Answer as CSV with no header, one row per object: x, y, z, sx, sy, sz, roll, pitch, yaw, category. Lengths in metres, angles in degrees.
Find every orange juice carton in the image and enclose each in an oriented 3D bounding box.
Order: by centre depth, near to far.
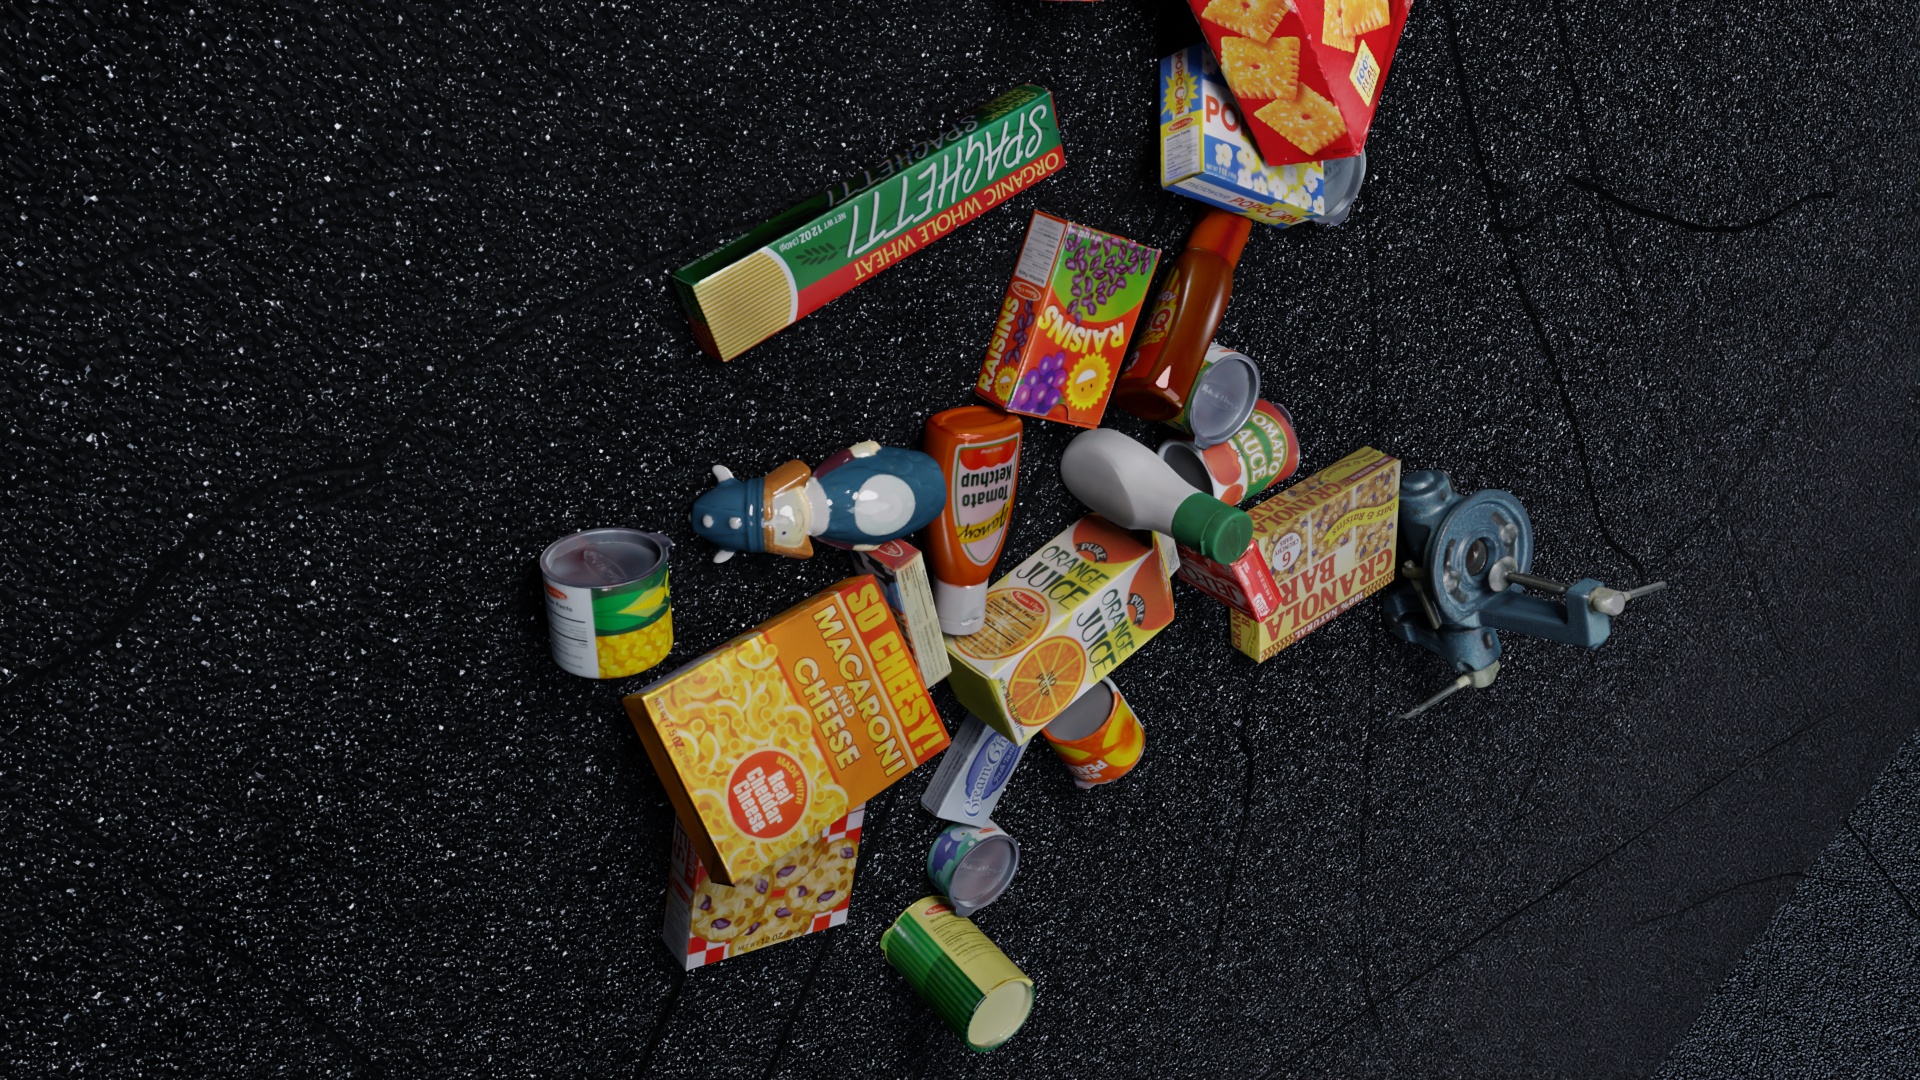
0.080,0.048,0.975,0.193,0.073,0.071,-37,131,-19,orange juice carton

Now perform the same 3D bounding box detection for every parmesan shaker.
-0.003,0.321,1.031,0.071,0.103,0.071,-19,124,-30,parmesan shaker

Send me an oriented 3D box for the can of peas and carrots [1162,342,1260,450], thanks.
0.165,-0.105,0.972,0.071,0.059,0.070,-19,124,-30,can of peas and carrots

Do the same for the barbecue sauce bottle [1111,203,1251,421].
0.151,-0.154,0.926,0.043,0.065,0.149,28,78,-15,barbecue sauce bottle

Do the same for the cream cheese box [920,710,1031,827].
0.017,0.157,1.015,0.053,0.024,0.103,23,97,-42,cream cheese box

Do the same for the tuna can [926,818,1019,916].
0.008,0.245,1.048,0.071,0.033,0.070,-19,123,-31,tuna can

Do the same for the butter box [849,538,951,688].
-0.039,0.043,0.890,0.024,0.053,0.103,-33,130,-25,butter box

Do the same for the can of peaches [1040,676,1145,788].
0.097,0.142,1.041,0.071,0.071,0.058,-45,132,-11,can of peaches

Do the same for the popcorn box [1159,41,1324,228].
0.183,-0.259,0.897,0.127,0.038,0.085,5,81,-40,popcorn box

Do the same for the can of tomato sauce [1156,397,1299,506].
0.195,-0.060,1.013,0.083,0.071,0.070,-26,127,-26,can of tomato sauce

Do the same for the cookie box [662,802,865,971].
-0.123,0.187,0.906,0.123,0.040,0.166,-6,116,-37,cookie box

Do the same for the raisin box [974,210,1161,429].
0.069,-0.139,0.890,0.086,0.040,0.123,6,109,-42,raisin box

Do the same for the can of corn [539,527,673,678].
-0.189,0.033,0.754,0.071,0.071,0.058,-17,123,-32,can of corn

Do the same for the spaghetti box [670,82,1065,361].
-0.044,-0.183,0.782,0.251,0.029,0.050,-34,131,-20,spaghetti box

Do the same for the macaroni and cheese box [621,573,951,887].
-0.101,0.110,0.838,0.167,0.040,0.123,-29,99,-33,macaroni and cheese box

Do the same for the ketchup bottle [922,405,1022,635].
0.003,-0.011,0.902,0.065,0.043,0.148,-13,121,-34,ketchup bottle

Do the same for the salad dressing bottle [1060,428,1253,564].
0.128,-0.029,0.921,0.044,0.148,0.064,-31,129,-22,salad dressing bottle

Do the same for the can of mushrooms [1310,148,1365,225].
0.251,-0.257,0.979,0.071,0.033,0.070,-19,123,-31,can of mushrooms

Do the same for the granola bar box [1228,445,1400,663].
0.292,0.010,1.150,0.166,0.039,0.123,-26,126,-26,granola bar box
